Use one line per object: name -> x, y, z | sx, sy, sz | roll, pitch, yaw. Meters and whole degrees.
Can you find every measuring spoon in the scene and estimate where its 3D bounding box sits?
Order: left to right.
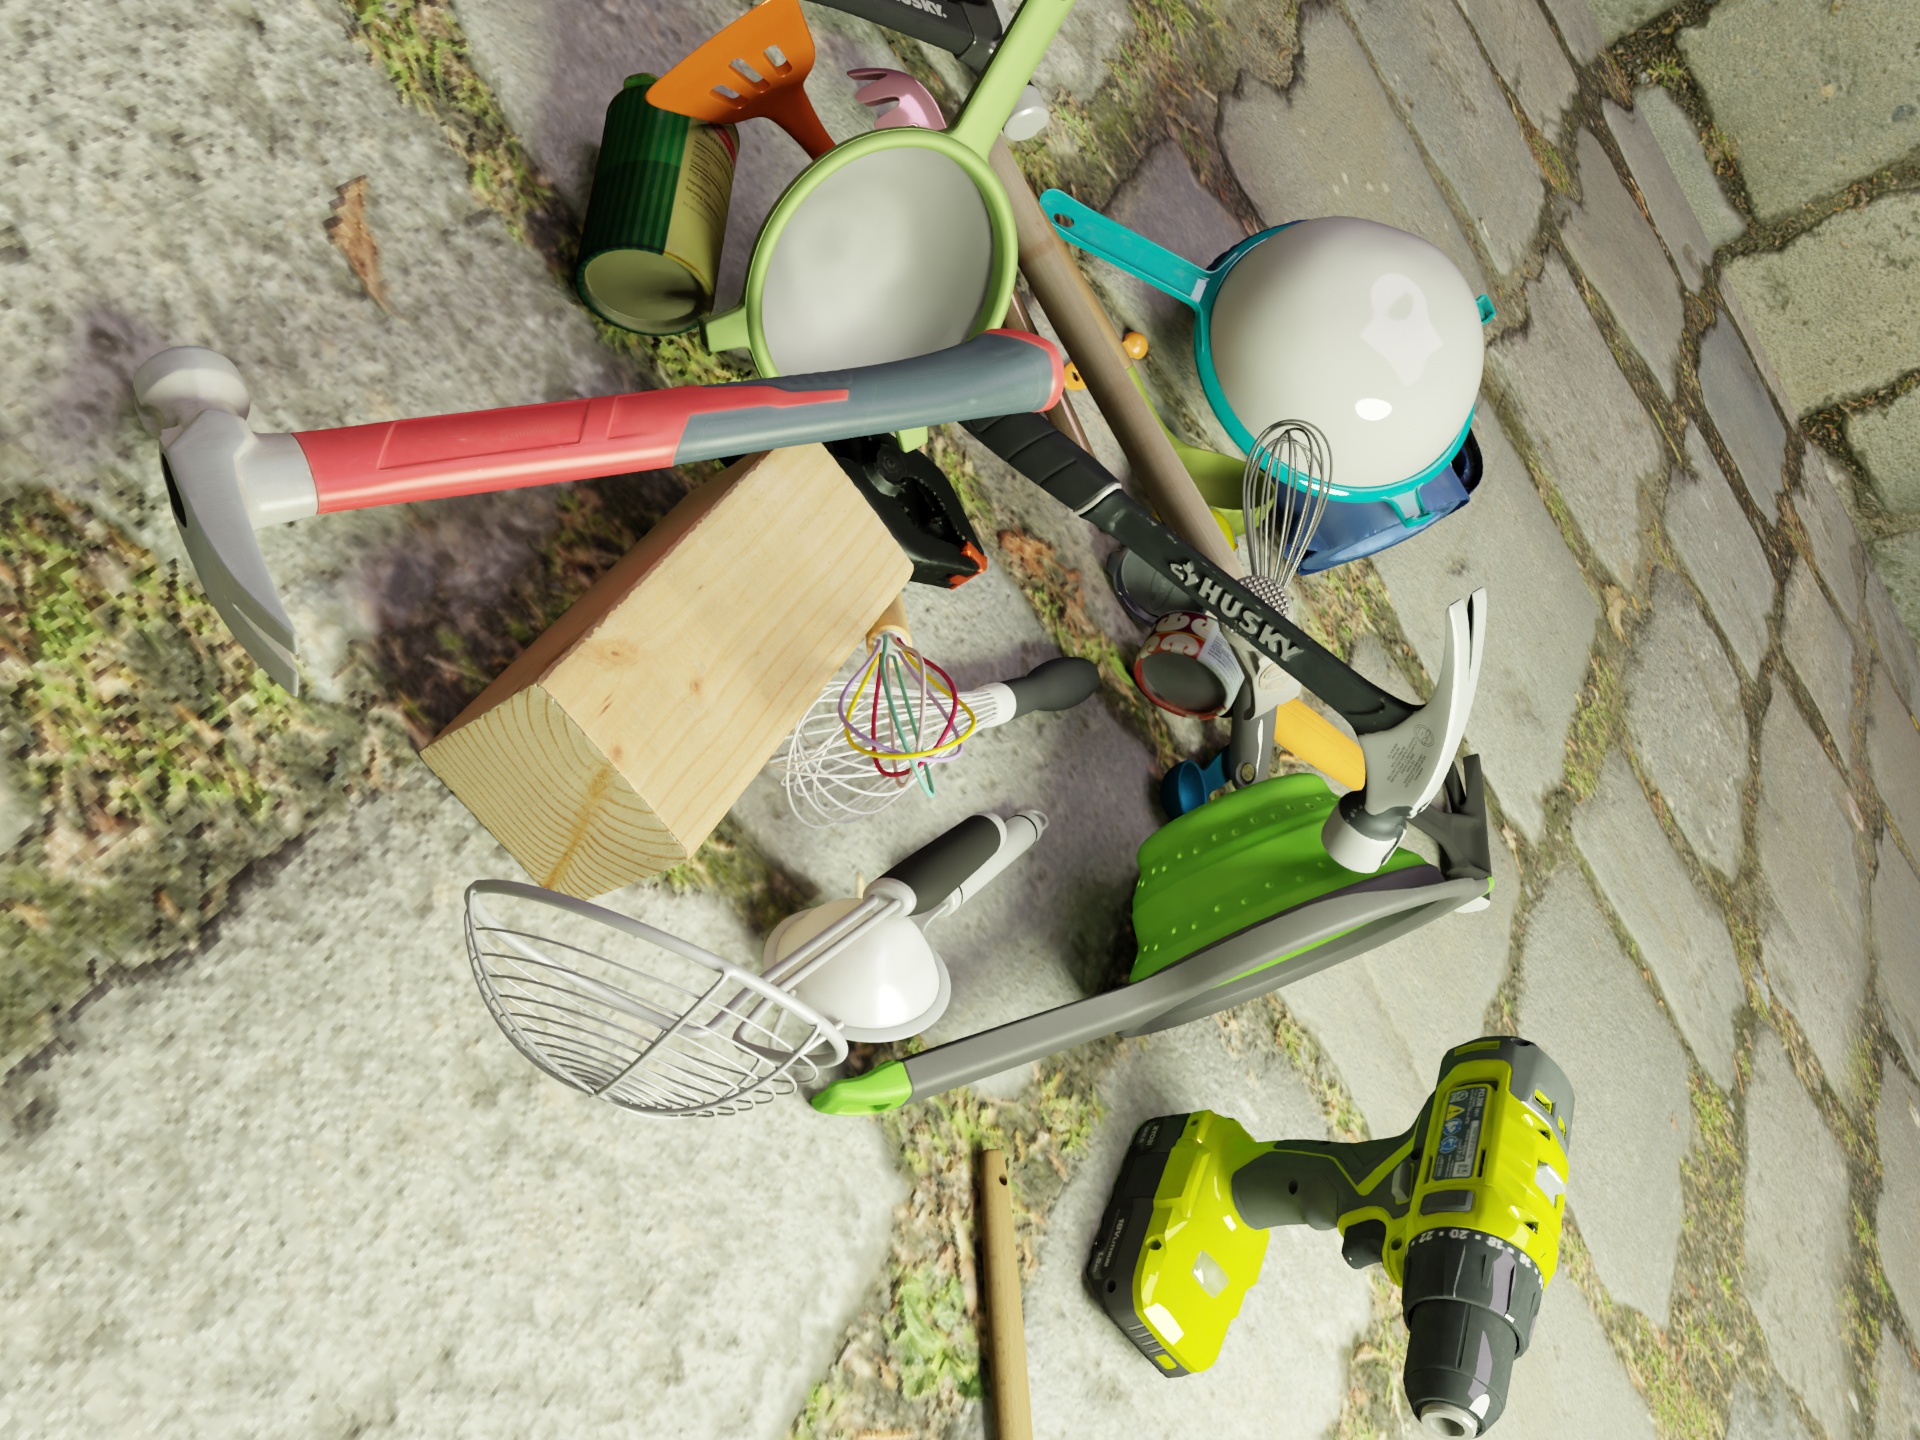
measuring spoon -> 0.099, -0.244, 1.076 | 0.117, 0.011, 0.021 | -37, 102, -49
measuring spoon -> 0.153, 0.035, 1.011 | 0.128, 0.021, 0.042 | -28, 107, -59

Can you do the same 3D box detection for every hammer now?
hammer -> -0.107, -0.109, 0.645 | 0.386, 0.038, 0.143 | -15, 58, -33
hammer -> -0.084, -0.441, 0.939 | 0.334, 0.035, 0.146 | -5, 70, -46
hammer -> 0.093, -0.189, 0.947 | 0.411, 0.038, 0.146 | 65, 3, 24
hammer -> 0.084, -0.105, 0.802 | 0.036, 0.149, 0.409 | -25, 57, -41
hammer -> 0.282, 0.026, 1.138 | 0.336, 0.034, 0.127 | 29, 54, -37

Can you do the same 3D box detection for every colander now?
colander -> 0.093, 0.104, 0.813 | 0.397, 0.204, 0.095 | -11, 70, -31

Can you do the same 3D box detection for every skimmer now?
skimmer -> -0.048, 0.060, 0.613 | 0.363, 0.127, 0.090 | -26, 127, -66

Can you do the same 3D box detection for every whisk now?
whisk -> -0.027, -0.026, 0.726 | 0.051, 0.047, 0.245 | 53, 8, -20
whisk -> -0.002, -0.003, 0.828 | 0.284, 0.070, 0.070 | -18, 87, -55
whisk -> 0.196, -0.070, 1.003 | 0.055, 0.055, 0.239 | -3, 101, -48

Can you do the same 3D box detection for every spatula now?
spatula -> -0.049, -0.265, 0.832 | 0.322, 0.081, 0.041 | 34, 30, -60

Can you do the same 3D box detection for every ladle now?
ladle -> 0.026, 0.355, 0.715 | 0.069, 0.031, 0.316 | 20, 57, -44
ladle -> 0.102, -0.258, 1.041 | 0.078, 0.062, 0.320 | -35, 95, -44

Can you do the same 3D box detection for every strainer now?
strainer -> -0.023, -0.267, 0.771 | 0.151, 0.256, 0.069 | 19, 19, -46
strainer -> -0.014, 0.086, 0.771 | 0.087, 0.050, 0.258 | 29, 27, 17
strainer -> 0.213, -0.287, 1.059 | 0.340, 0.095, 0.211 | 25, 71, -8

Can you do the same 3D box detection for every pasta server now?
pasta server -> 0.022, -0.255, 0.977 | 0.316, 0.040, 0.060 | 62, 10, -16

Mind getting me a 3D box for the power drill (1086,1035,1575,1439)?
power drill -> 0.178, 0.254, 0.769 | 0.080, 0.228, 0.191 | 51, 43, -19
